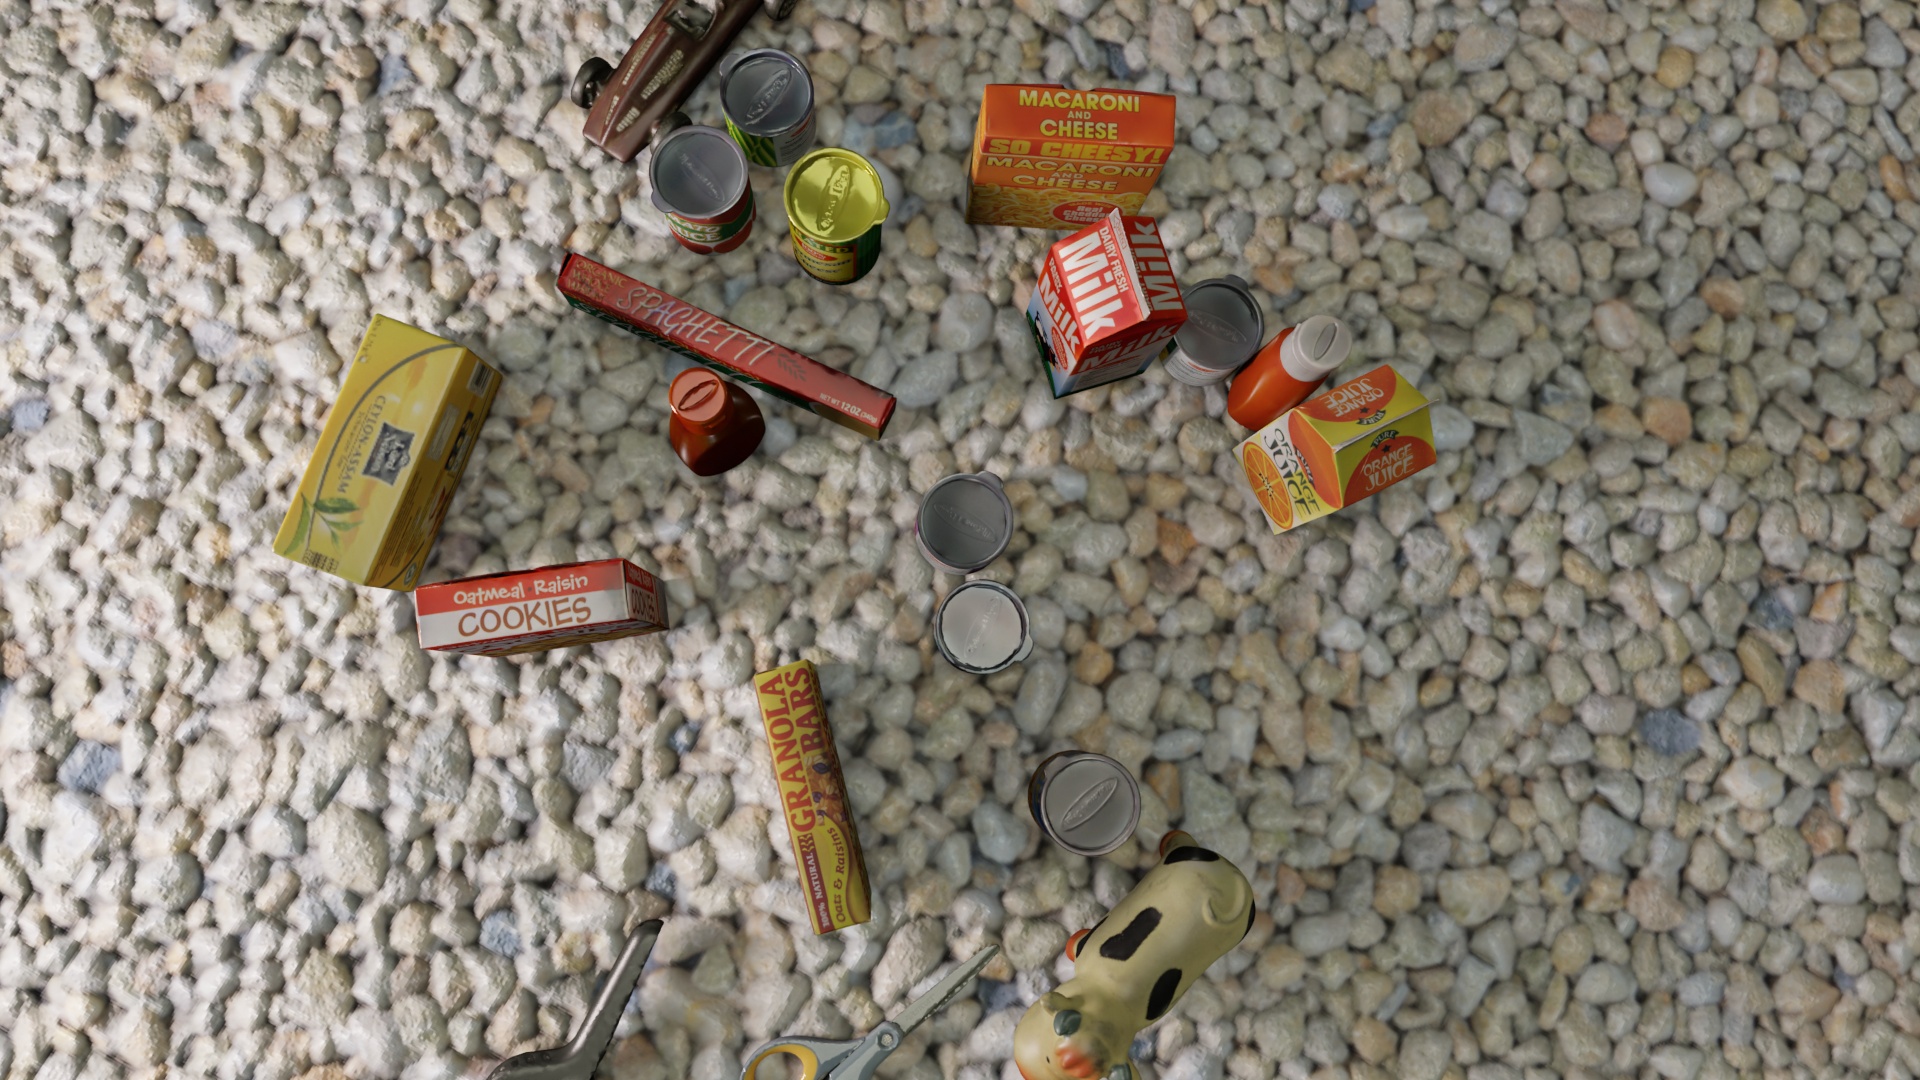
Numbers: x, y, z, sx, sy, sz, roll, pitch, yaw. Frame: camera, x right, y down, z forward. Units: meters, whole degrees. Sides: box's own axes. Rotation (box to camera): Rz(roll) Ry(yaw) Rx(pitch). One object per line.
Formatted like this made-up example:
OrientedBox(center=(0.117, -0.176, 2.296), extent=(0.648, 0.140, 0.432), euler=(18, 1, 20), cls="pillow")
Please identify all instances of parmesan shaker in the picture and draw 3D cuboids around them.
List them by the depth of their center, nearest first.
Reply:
OrientedBox(center=(-0.085, -0.222, 0.970), extent=(0.071, 0.103, 0.071), euler=(0, 83, -4), cls="parmesan shaker")

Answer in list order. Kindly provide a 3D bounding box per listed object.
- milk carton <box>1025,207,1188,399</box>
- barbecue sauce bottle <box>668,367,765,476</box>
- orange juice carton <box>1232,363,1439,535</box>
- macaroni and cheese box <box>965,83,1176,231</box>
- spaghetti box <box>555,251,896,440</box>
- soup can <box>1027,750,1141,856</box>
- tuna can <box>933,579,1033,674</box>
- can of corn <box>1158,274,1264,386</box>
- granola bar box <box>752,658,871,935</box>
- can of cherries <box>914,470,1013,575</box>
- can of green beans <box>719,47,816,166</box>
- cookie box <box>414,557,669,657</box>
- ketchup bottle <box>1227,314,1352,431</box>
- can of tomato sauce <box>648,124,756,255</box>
OrientedBox(center=(0.098, -0.157, 0.931), extent=(0.073, 0.190, 0.072), euler=(-17, 85, -6), cls="milk carton")
OrientedBox(center=(-0.165, -0.080, 0.924), extent=(0.065, 0.148, 0.043), euler=(-37, 87, -7), cls="barbecue sauce bottle")
OrientedBox(center=(0.252, -0.060, 0.928), extent=(0.072, 0.192, 0.073), euler=(-25, 86, -6), cls="orange juice carton")
OrientedBox(center=(0.070, -0.259, 0.954), extent=(0.124, 0.166, 0.040), euler=(2, 83, -4), cls="macaroni and cheese box")
OrientedBox(center=(-0.164, -0.136, 0.980), extent=(0.250, 0.050, 0.029), euler=(24, 82, -1), cls="spaghetti box")
OrientedBox(center=(0.080, 0.174, 0.941), extent=(0.071, 0.083, 0.071), euler=(0, 83, -4), cls="soup can")
OrientedBox(center=(0.017, 0.063, 0.977), extent=(0.071, 0.033, 0.071), euler=(0, 83, -4), cls="tuna can")
OrientedBox(center=(0.180, -0.151, 1.002), extent=(0.071, 0.058, 0.071), euler=(0, 83, -4), cls="can of corn")
OrientedBox(center=(-0.096, 0.164, 0.910), extent=(0.039, 0.124, 0.165), euler=(-14, 84, -5), cls="granola bar box")
OrientedBox(center=(0.003, -0.012, 0.972), extent=(0.071, 0.058, 0.071), euler=(0, 83, -4), cls="can of cherries")
OrientedBox(center=(-0.138, -0.311, 1.001), extent=(0.071, 0.057, 0.071), euler=(0, 83, -4), cls="can of green beans")
OrientedBox(center=(-0.261, 0.045, 0.892), extent=(0.123, 0.167, 0.040), euler=(-9, 84, -5), cls="cookie box")
OrientedBox(center=(0.226, -0.119, 0.956), extent=(0.043, 0.148, 0.065), euler=(29, 82, 0), cls="ketchup bottle")
OrientedBox(center=(-0.180, -0.242, 0.976), extent=(0.071, 0.083, 0.071), euler=(0, 83, -4), cls="can of tomato sauce")
